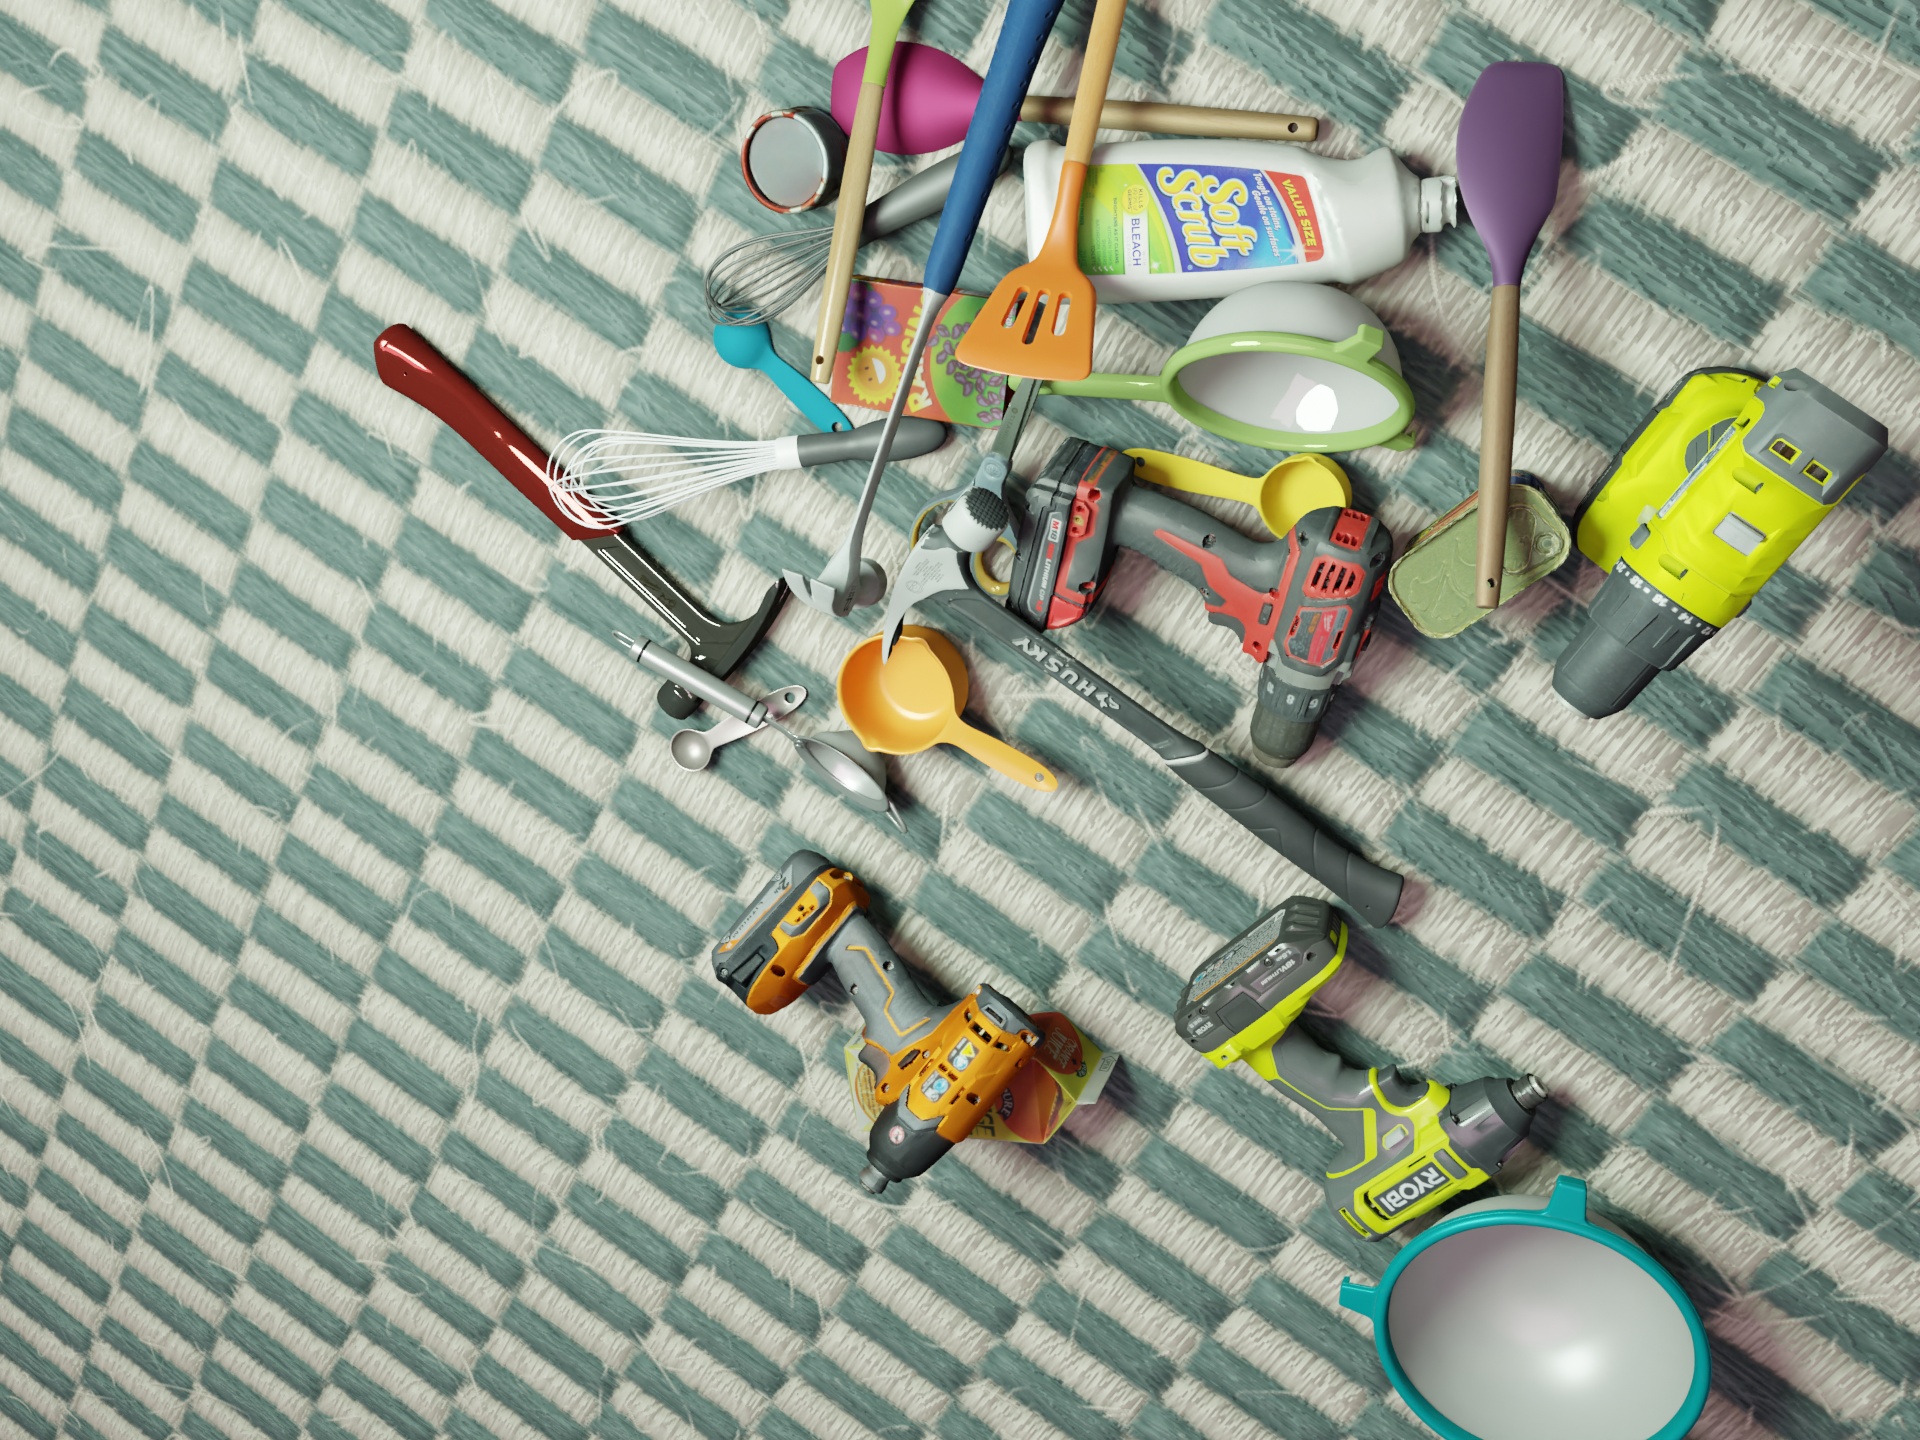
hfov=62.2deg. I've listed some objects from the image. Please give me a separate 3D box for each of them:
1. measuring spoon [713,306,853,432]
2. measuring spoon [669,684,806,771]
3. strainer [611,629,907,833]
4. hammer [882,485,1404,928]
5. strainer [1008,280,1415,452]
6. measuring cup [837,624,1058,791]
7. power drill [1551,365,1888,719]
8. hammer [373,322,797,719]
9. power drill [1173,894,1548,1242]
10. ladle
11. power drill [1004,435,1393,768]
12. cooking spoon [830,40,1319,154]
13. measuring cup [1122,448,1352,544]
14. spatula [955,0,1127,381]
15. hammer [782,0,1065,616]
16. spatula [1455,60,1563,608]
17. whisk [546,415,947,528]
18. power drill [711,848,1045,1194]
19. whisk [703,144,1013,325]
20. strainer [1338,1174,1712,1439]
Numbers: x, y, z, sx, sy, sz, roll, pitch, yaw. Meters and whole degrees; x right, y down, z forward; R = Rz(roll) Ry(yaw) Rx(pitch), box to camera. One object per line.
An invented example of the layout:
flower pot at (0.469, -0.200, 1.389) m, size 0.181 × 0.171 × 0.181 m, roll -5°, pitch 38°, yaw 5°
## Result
measuring spoon at (-0.124, -0.236, 1.107) m, size 0.128 × 0.021 × 0.042 m, roll 43°, pitch 115°, yaw 3°
measuring spoon at (-0.166, 0.002, 1.206) m, size 0.124 × 0.018 × 0.034 m, roll -26°, pitch 97°, yaw 18°
strainer at (-0.140, -0.002, 1.159) m, size 0.258 × 0.087 × 0.050 m, roll 30°, pitch 70°, yaw -3°
hammer at (0.128, 0.014, 1.039) m, size 0.408 × 0.036 × 0.149 m, roll 36°, pitch 136°, yaw -10°
strainer at (0.152, -0.226, 0.975) m, size 0.256 × 0.151 × 0.069 m, roll 9°, pitch 79°, yaw 26°
measuring cup at (-0.002, -0.004, 1.124) m, size 0.173 × 0.052 × 0.095 m, roll 30°, pitch 114°, yaw 6°
power drill at (0.389, -0.102, 0.854) m, size 0.080 × 0.228 × 0.190 m, roll 36°, pitch 115°, yaw 5°
hammer at (-0.290, -0.170, 1.180) m, size 0.359 × 0.037 × 0.149 m, roll 43°, pitch 115°, yaw 2°
power drill at (0.272, 0.236, 1.092) m, size 0.223 × 0.080 × 0.171 m, roll 45°, pitch 116°, yaw -3°
ladle at (-0.064, -0.372, 0.992) m, size 0.078 × 0.062 × 0.320 m, roll 14°, pitch 99°, yaw 18°
power drill at (0.149, -0.073, 1.026) m, size 0.227 × 0.080 × 0.187 m, roll 19°, pitch 131°, yaw 12°
cooking spoon at (0.064, -0.382, 0.996) m, size 0.319 × 0.017 × 0.068 m, roll 11°, pitch 110°, yaw 17°
measuring cup at (0.178, -0.156, 1.029) m, size 0.157 × 0.029 × 0.062 m, roll 19°, pitch 123°, yaw 26°
spatula at (0.072, -0.351, 0.929) m, size 0.081 × 0.041 × 0.322 m, roll 12°, pitch 88°, yaw 13°
hammer at (-0.019, -0.253, 0.976) m, size 0.035 × 0.144 × 0.405 m, roll 22°, pitch 104°, yaw 8°
spatula at (0.306, -0.221, 0.904) m, size 0.060 × 0.018 × 0.316 m, roll 4°, pitch 87°, yaw 4°
whisk at (-0.149, -0.182, 1.099) m, size 0.284 × 0.070 × 0.070 m, roll -7°, pitch 105°, yaw 7°
power drill at (-0.072, 0.217, 1.143) m, size 0.227 × 0.084 × 0.164 m, roll 37°, pitch 85°, yaw 25°
whisk at (-0.071, -0.323, 1.048) m, size 0.239 × 0.055 × 0.055 m, roll -20°, pitch 99°, yaw 21°
strainer at (0.436, 0.450, 1.092) m, size 0.211 × 0.095 × 0.340 m, roll -39°, pitch 94°, yaw 28°
